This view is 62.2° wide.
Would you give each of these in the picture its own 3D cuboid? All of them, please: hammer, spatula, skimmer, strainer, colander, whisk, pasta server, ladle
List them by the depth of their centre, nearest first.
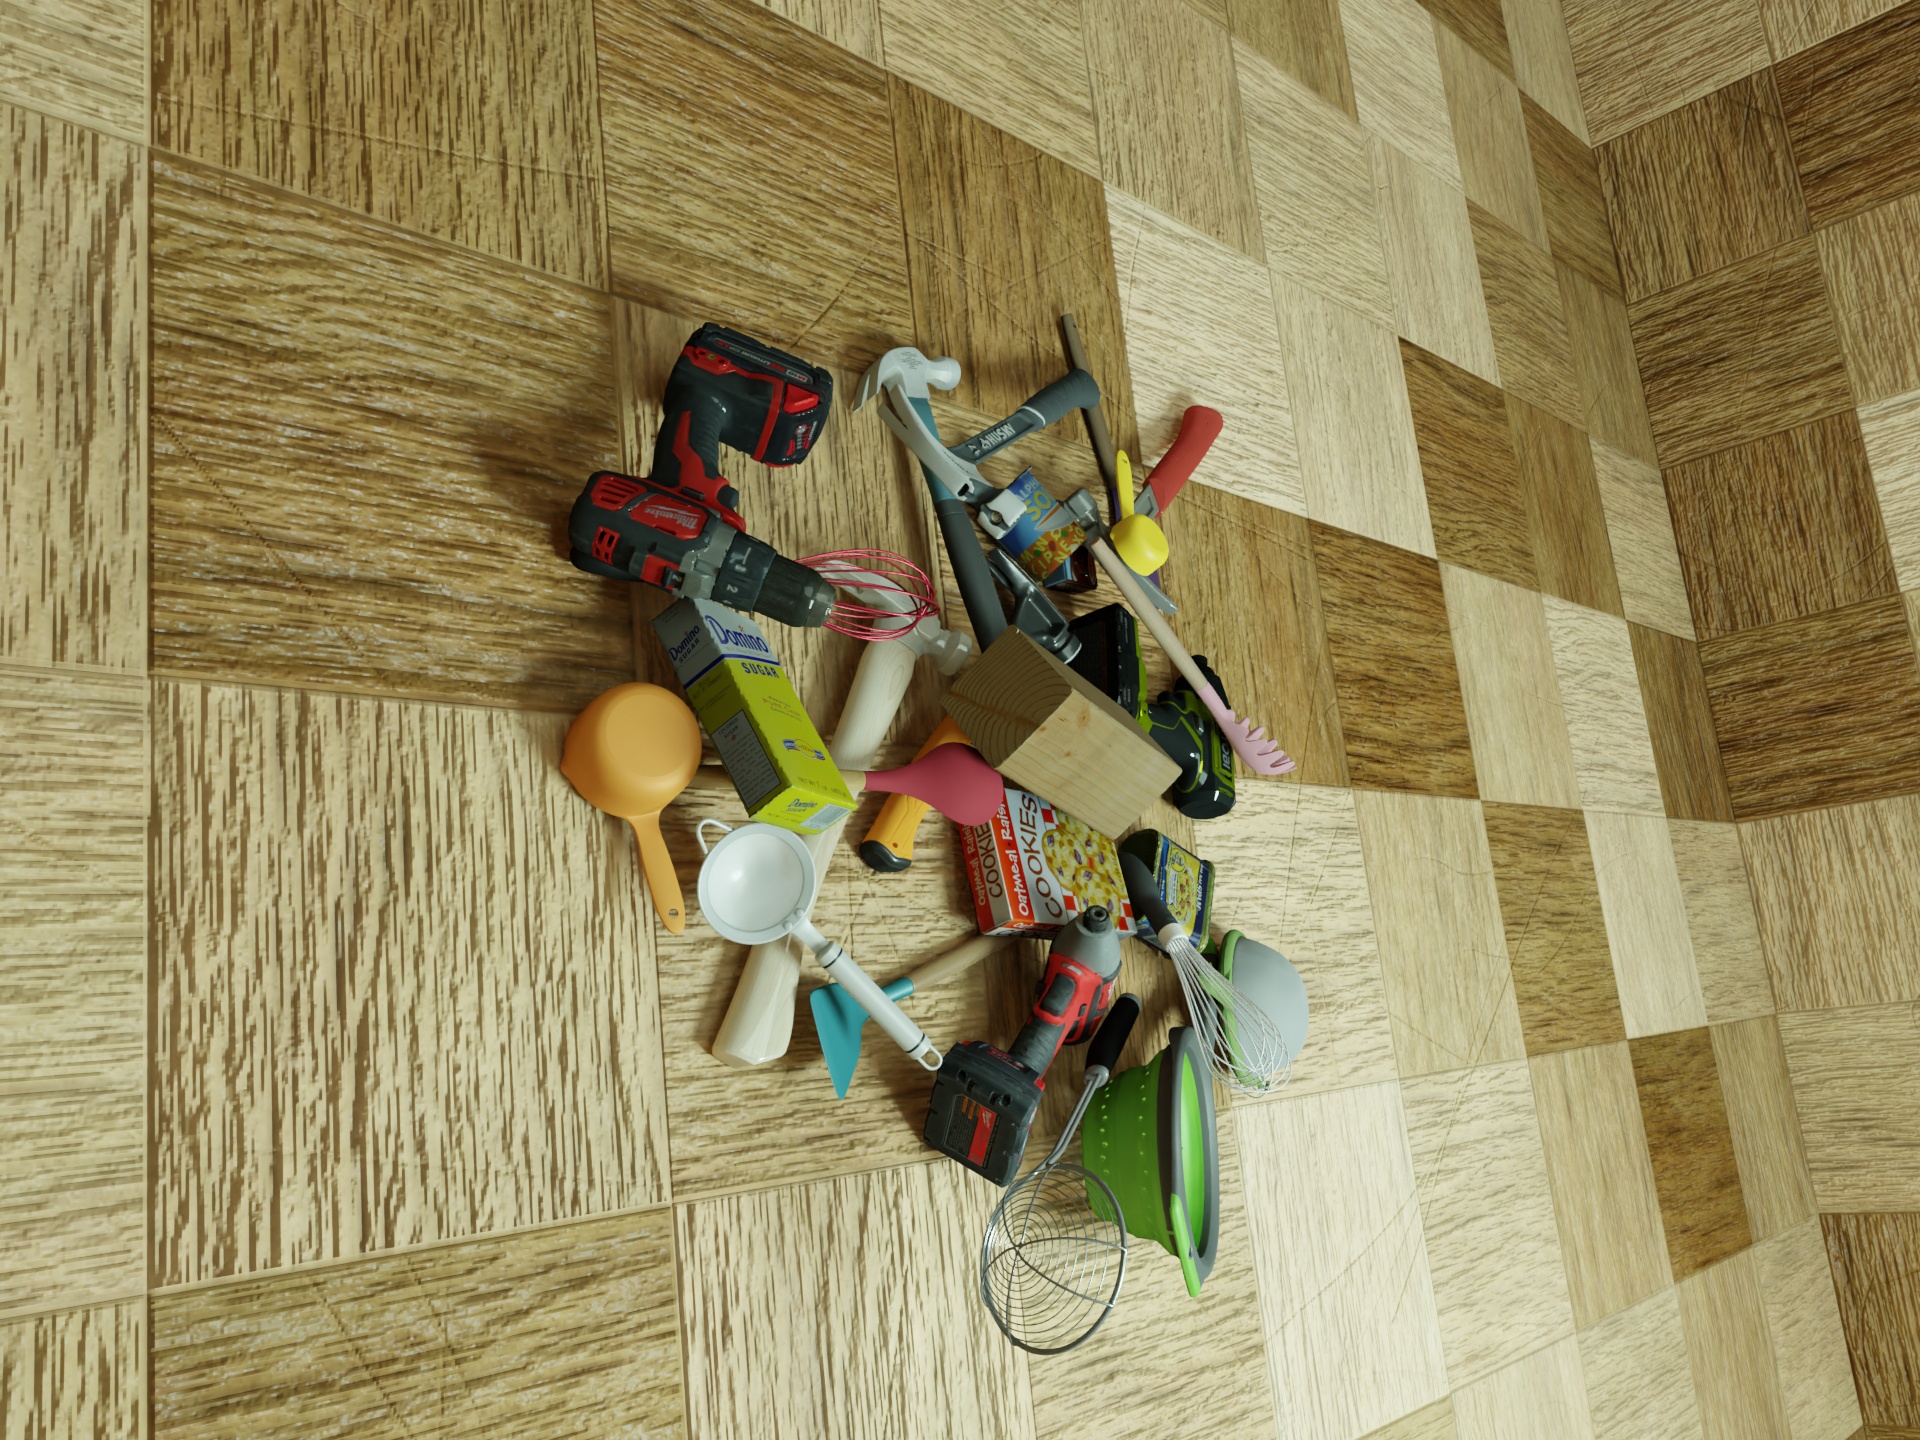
[{"bbox_3d":[-0.101,0.162,1.132,0.087,0.050,0.258,-45,104,-13],"label":"strainer"},{"bbox_3d":[-0.145,-0.105,1.187,0.295,0.073,0.073,6,72,-29],"label":"whisk"},{"bbox_3d":[-0.098,0.043,1.190,0.315,0.031,0.069,3,67,-30],"label":"ladle"},{"bbox_3d":[-0.110,0.065,1.211,0.146,0.038,0.411,32,57,-20],"label":"hammer"},{"bbox_3d":[0.105,0.330,1.227,0.090,0.127,0.363,54,27,-5],"label":"skimmer"},{"bbox_3d":[-0.018,0.204,1.267,0.317,0.044,0.082,-19,95,-50],"label":"spatula"},{"bbox_3d":[-0.002,-0.004,1.357,0.127,0.034,0.337,48,48,-18],"label":"hammer"},{"bbox_3d":[0.198,0.209,1.363,0.070,0.070,0.285,28,21,-39],"label":"whisk"},{"bbox_3d":[-0.005,-0.176,1.380,0.128,0.033,0.331,-4,71,-47],"label":"hammer"},{"bbox_3d":[0.174,0.323,1.410,0.397,0.094,0.204,-68,148,-58],"label":"colander"},{"bbox_3d":[0.052,-0.272,1.437,0.149,0.036,0.409,43,29,1],"label":"hammer"},{"bbox_3d":[0.279,0.257,1.486,0.256,0.069,0.152,42,44,-61],"label":"strainer"},{"bbox_3d":[0.221,-0.057,1.513,0.316,0.040,0.060,50,8,-23],"label":"pasta server"},{"bbox_3d":[0.153,-0.263,1.629,0.059,0.018,0.316,-18,92,-51],"label":"spatula"},{"bbox_3d":[0.214,-0.235,1.633,0.149,0.036,0.359,49,38,-8],"label":"hammer"}]

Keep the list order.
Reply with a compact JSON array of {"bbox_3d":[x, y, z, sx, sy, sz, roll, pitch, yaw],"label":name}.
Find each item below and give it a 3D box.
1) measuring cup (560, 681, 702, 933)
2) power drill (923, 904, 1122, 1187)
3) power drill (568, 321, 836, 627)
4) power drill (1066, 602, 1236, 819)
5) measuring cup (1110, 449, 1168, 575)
[{"bbox_3d":[-0.208,0.056,1.076,0.095,0.052,0.174,-10,75,-33],"label":"measuring cup"},{"bbox_3d":[0.062,0.249,1.272,0.220,0.078,0.143,-46,156,-45],"label":"power drill"},{"bbox_3d":[-0.158,-0.170,1.149,0.188,0.080,0.227,22,49,-6],"label":"power drill"},{"bbox_3d":[0.187,-0.017,1.543,0.223,0.080,0.171,29,53,-42],"label":"power drill"},{"bbox_3d":[0.168,-0.206,1.509,0.062,0.029,0.157,28,45,-35],"label":"measuring cup"}]
